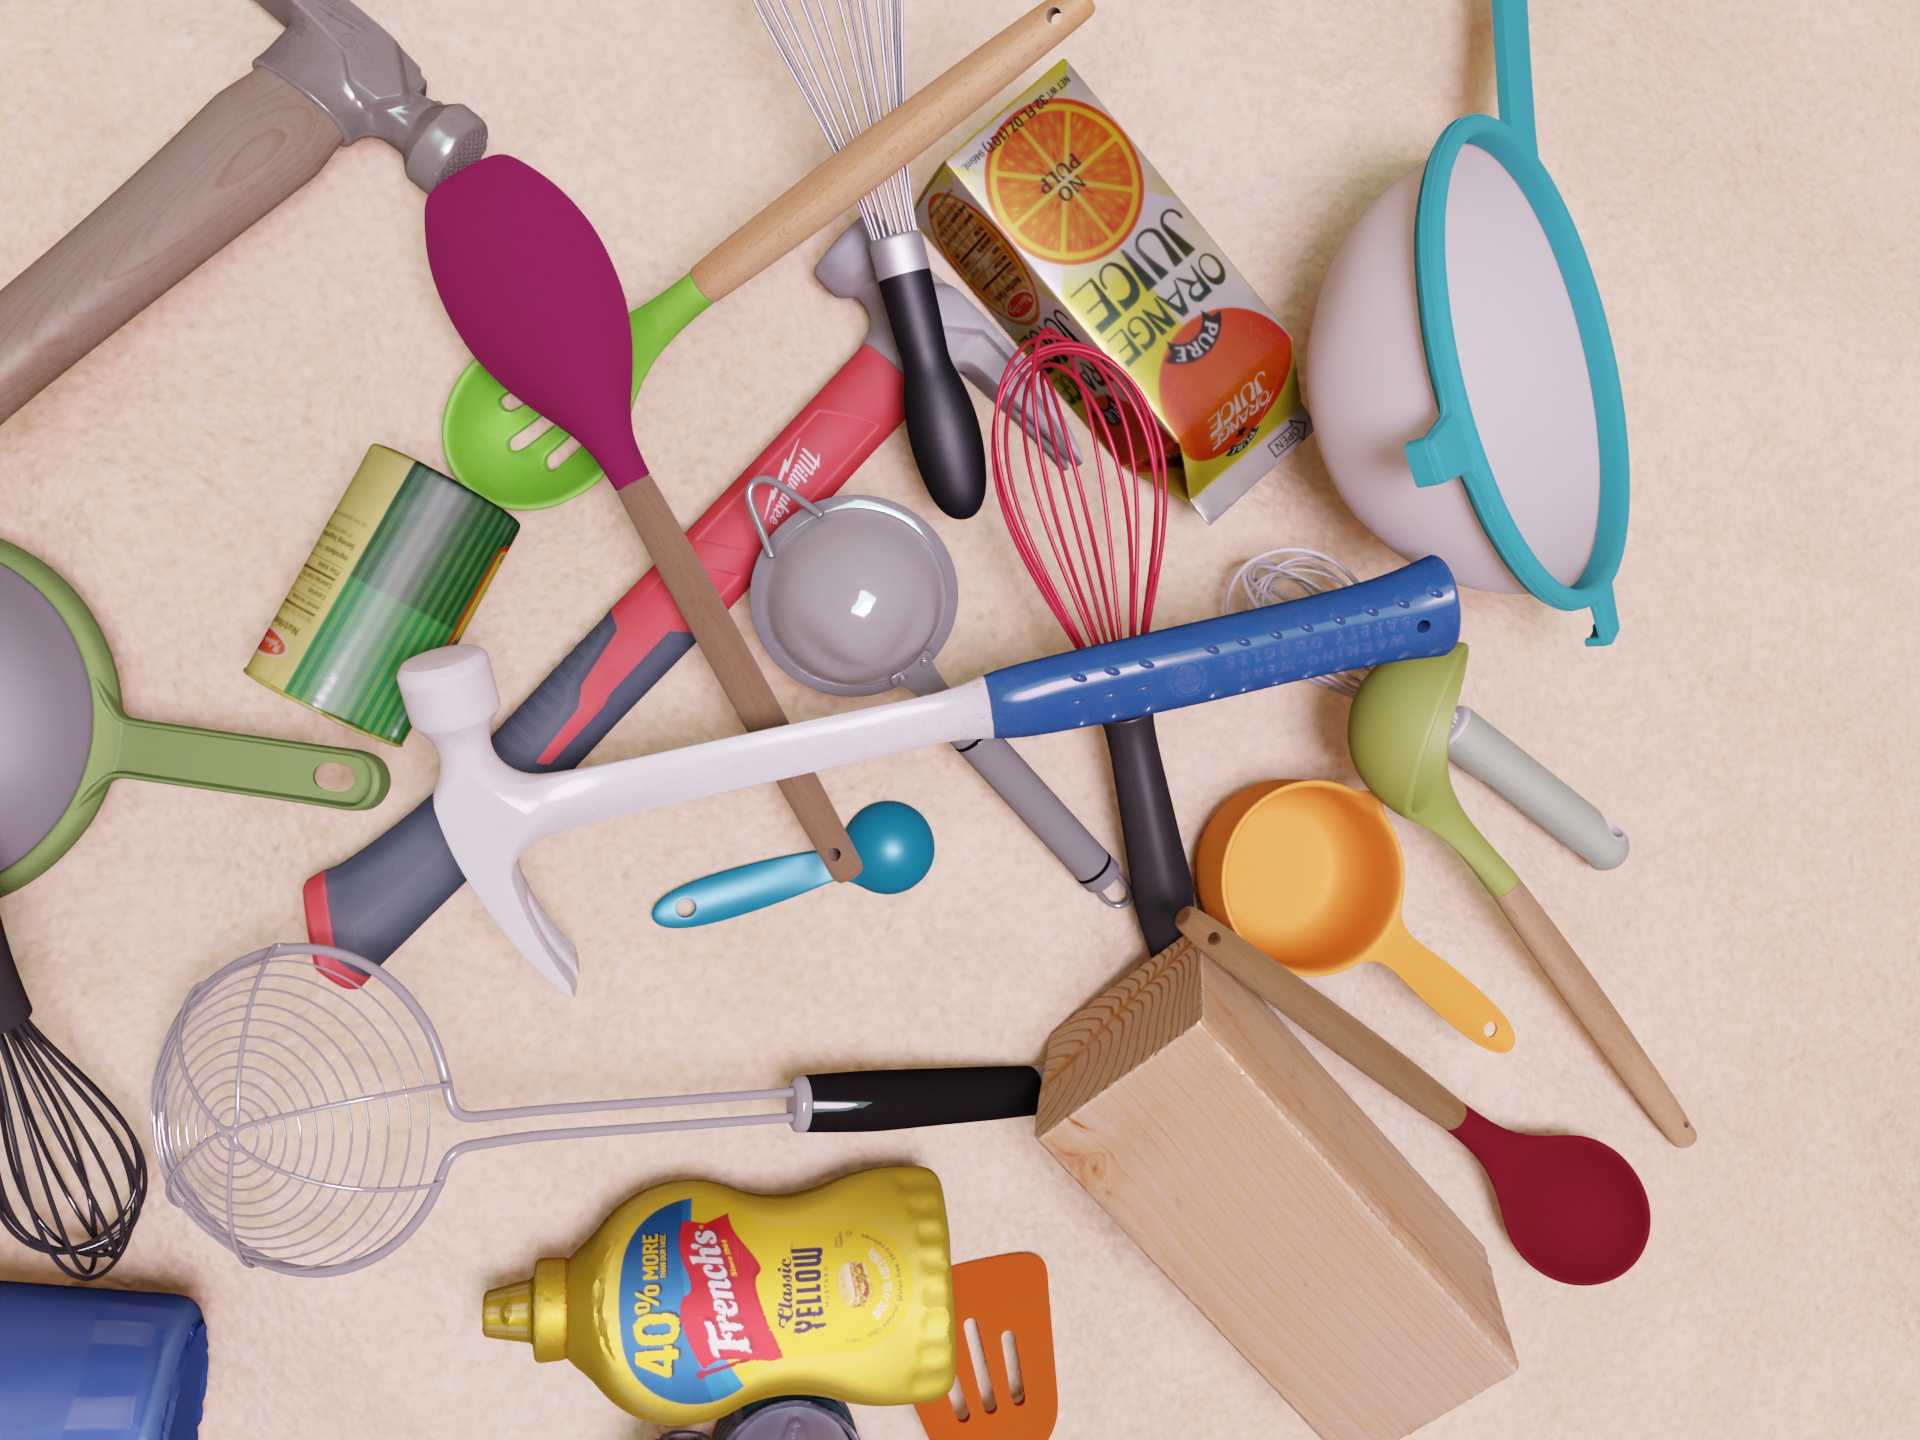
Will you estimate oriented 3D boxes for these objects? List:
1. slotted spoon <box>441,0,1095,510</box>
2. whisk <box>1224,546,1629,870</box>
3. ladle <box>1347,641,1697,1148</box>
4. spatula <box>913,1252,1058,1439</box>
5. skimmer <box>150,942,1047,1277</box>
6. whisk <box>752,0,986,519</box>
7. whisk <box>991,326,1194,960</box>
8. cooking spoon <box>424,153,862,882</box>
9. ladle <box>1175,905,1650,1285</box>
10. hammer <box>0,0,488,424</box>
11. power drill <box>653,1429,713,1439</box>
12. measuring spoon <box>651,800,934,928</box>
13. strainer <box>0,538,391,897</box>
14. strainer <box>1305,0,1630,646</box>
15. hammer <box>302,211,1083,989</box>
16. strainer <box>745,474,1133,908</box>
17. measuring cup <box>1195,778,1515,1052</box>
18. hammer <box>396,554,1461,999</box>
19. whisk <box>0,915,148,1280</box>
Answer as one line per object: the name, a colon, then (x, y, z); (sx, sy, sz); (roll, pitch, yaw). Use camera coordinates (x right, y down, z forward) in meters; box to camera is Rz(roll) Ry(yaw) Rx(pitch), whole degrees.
slotted spoon: (-0.080, -0.183, 0.623); (0.313, 0.031, 0.070); (-32, 98, 18)
whisk: (0.225, -0.001, 0.749); (0.246, 0.058, 0.059); (35, 118, -13)
ladle: (0.273, 0.092, 0.729); (0.320, 0.062, 0.078); (50, 52, -20)
spatula: (0.032, 0.405, 0.721); (0.081, 0.041, 0.322); (-12, 97, -11)
skimmer: (-0.134, 0.155, 0.663); (0.363, 0.090, 0.127); (3, 90, -27)
whisk: (-0.032, -0.220, 0.642); (0.070, 0.070, 0.284); (-18, 102, -12)
whisk: (0.068, -0.022, 0.684); (0.073, 0.073, 0.295); (-18, 109, -12)
cooking spoon: (-0.118, -0.072, 0.638); (0.069, 0.017, 0.318); (-26, 102, 8)
ladle: (0.208, 0.169, 0.724); (0.315, 0.031, 0.069); (37, 85, -23)
hammer: (-0.357, -0.131, 0.570); (0.146, 0.038, 0.411); (38, 67, -9)
power drill: (-0.042, 0.388, 0.641); (0.226, 0.084, 0.185); (7, 84, -9)
measuring spoon: (-0.071, 0.068, 0.693); (0.128, 0.021, 0.042); (-16, 94, -13)
strainer: (-0.347, 0.006, 0.586); (0.256, 0.069, 0.151); (8, 89, 0)
strainer: (0.216, -0.205, 0.718); (0.210, 0.095, 0.341); (26, 61, -45)
hammer: (-0.117, -0.031, 0.675); (0.143, 0.038, 0.386); (43, 82, -11)
strainer: (-0.001, -0.002, 0.677); (0.087, 0.050, 0.258); (-39, 115, 8)
measuring cup: (0.183, 0.096, 0.735); (0.173, 0.052, 0.095); (40, 83, -12)
hammer: (0.001, 0.002, 0.629); (0.405, 0.035, 0.144); (-12, 112, -6)
whisk: (-0.351, 0.107, 0.584); (0.055, 0.055, 0.238); (-11, 114, -12)
